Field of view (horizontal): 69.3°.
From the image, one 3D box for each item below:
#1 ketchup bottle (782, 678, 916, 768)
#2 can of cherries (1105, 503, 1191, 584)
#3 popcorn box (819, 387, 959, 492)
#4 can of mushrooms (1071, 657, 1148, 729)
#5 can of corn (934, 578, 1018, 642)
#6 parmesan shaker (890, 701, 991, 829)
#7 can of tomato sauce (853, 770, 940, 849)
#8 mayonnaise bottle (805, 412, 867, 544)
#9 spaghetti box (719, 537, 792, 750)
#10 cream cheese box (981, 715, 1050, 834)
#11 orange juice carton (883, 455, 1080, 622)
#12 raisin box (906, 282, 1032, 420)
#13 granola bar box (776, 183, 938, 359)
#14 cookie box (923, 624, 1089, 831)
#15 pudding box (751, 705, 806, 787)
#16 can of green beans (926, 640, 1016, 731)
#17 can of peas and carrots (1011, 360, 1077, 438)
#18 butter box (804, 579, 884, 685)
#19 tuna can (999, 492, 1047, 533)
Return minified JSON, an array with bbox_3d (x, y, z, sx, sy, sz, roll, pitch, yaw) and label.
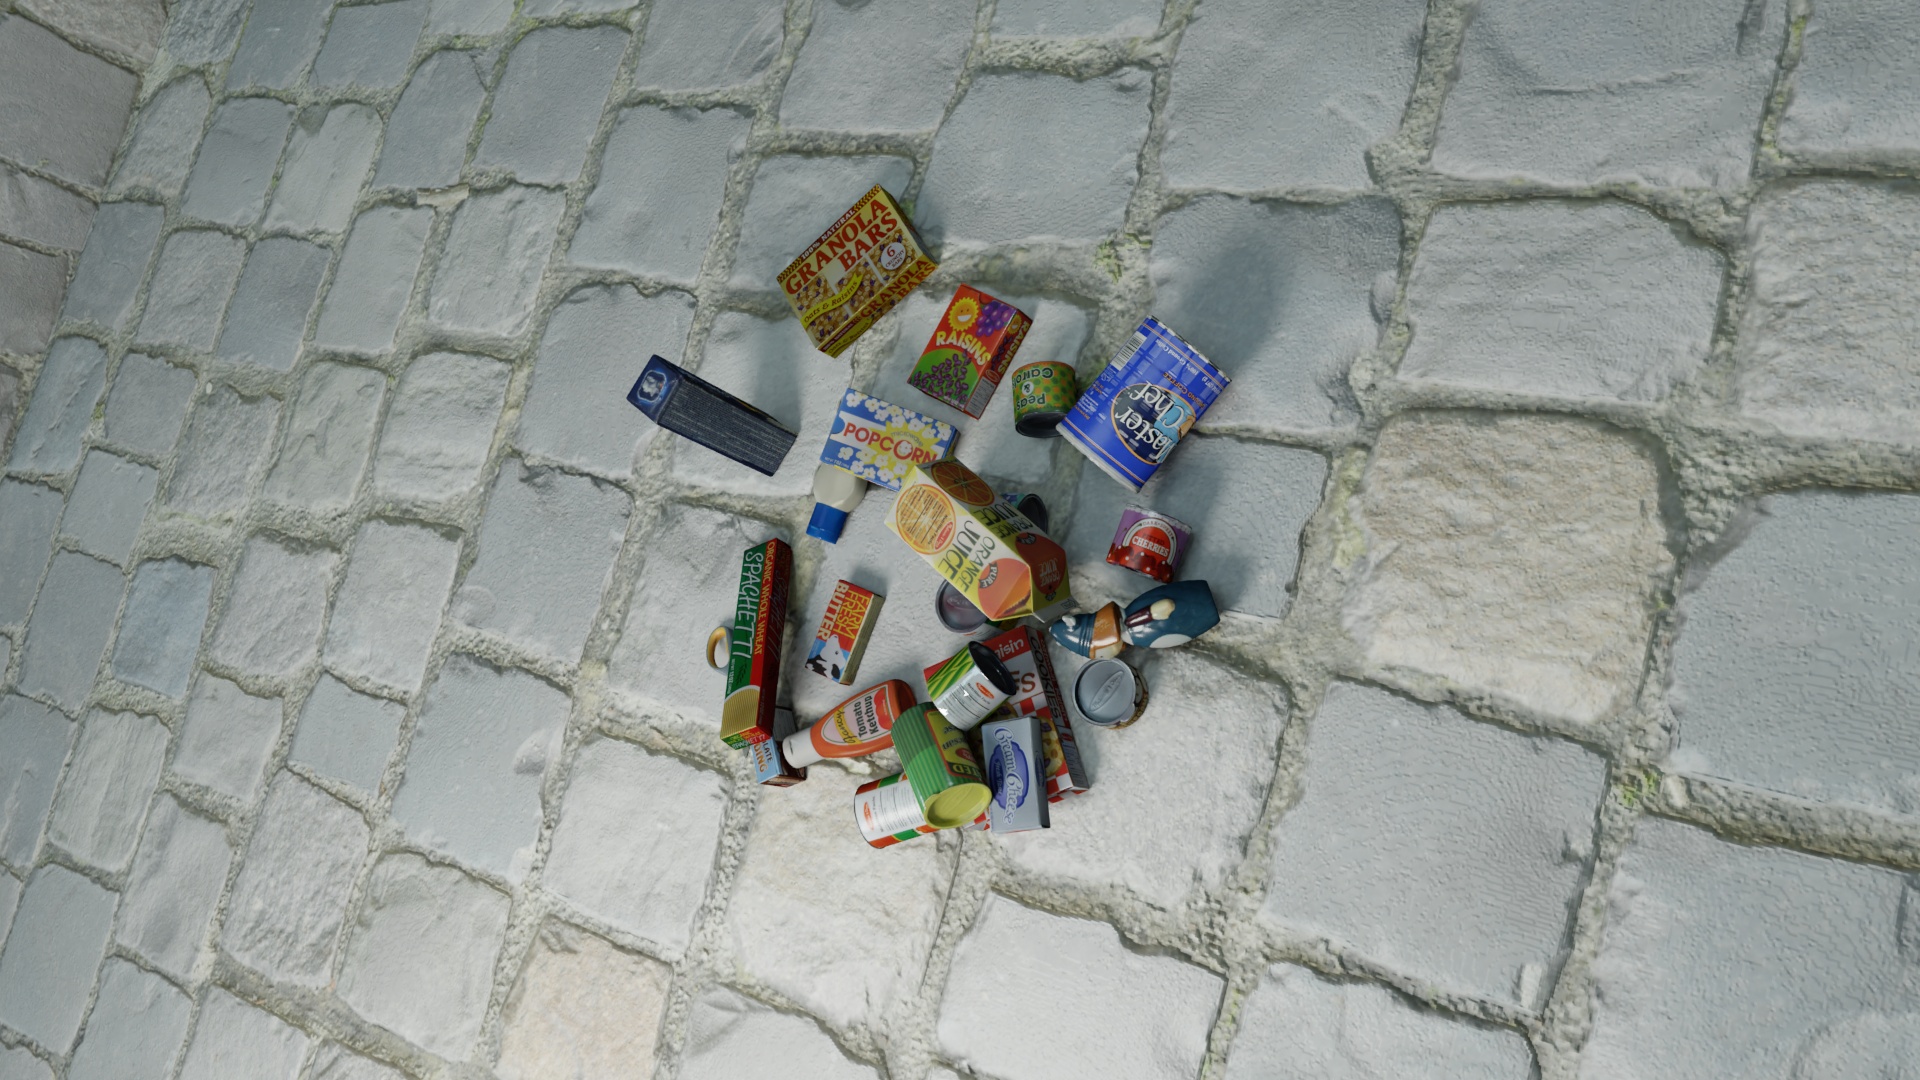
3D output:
[{"bbox_3d":[-0.115,0.196,1.439,0.148,0.043,0.065,-24,65,23],"label":"ketchup bottle"},{"bbox_3d":[0.177,0.004,1.305,0.071,0.071,0.058,19,87,33],"label":"can of cherries"},{"bbox_3d":[-0.074,-0.100,1.478,0.127,0.038,0.085,21,88,10],"label":"popcorn box"},{"bbox_3d":[0.142,0.145,1.307,0.071,0.033,0.071,-9,71,28],"label":"can of mushrooms"},{"bbox_3d":[0.018,0.063,1.389,0.071,0.058,0.071,-9,72,29],"label":"can of corn"},{"bbox_3d":[-0.021,0.209,1.303,0.071,0.071,0.103,-41,47,15],"label":"parmesan shaker"},{"bbox_3d":[-0.052,0.261,1.370,0.083,0.071,0.071,-22,66,24],"label":"can of tomato sauce"},{"bbox_3d":[-0.128,-0.071,1.527,0.065,0.041,0.148,19,87,27],"label":"mayonnaise bottle"},{"bbox_3d":[-0.217,0.105,1.488,0.050,0.028,0.251,-21,46,24],"label":"spaghetti box"},{"bbox_3d":[0.051,0.219,1.296,0.053,0.024,0.104,-14,71,26],"label":"cream cheese box"},{"bbox_3d":[0.027,0.009,1.323,0.193,0.072,0.072,41,119,19],"label":"orange juice carton"},{"bbox_3d":[0.009,-0.202,1.484,0.086,0.040,0.123,30,91,34],"label":"raisin box"},{"bbox_3d":[-0.120,-0.308,1.592,0.165,0.039,0.124,-39,60,16],"label":"granola bar box"},{"bbox_3d":[0.041,0.182,1.351,0.122,0.040,0.168,-26,64,22],"label":"cookie box"},{"bbox_3d":[-0.197,0.218,1.477,0.030,0.049,0.084,-27,64,24],"label":"pudding box"},{"bbox_3d":[0.010,0.138,1.318,0.057,0.071,0.071,-42,59,15],"label":"can of green beans"},{"bbox_3d":[0.084,-0.143,1.403,0.071,0.071,0.059,-14,69,27],"label":"can of peas and carrots"},{"bbox_3d":[-0.123,0.098,1.484,0.053,0.024,0.103,19,86,33],"label":"butter box"},{"bbox_3d":[0.056,-0.013,1.383,0.033,0.071,0.071,4,78,33],"label":"tuna can"}]
